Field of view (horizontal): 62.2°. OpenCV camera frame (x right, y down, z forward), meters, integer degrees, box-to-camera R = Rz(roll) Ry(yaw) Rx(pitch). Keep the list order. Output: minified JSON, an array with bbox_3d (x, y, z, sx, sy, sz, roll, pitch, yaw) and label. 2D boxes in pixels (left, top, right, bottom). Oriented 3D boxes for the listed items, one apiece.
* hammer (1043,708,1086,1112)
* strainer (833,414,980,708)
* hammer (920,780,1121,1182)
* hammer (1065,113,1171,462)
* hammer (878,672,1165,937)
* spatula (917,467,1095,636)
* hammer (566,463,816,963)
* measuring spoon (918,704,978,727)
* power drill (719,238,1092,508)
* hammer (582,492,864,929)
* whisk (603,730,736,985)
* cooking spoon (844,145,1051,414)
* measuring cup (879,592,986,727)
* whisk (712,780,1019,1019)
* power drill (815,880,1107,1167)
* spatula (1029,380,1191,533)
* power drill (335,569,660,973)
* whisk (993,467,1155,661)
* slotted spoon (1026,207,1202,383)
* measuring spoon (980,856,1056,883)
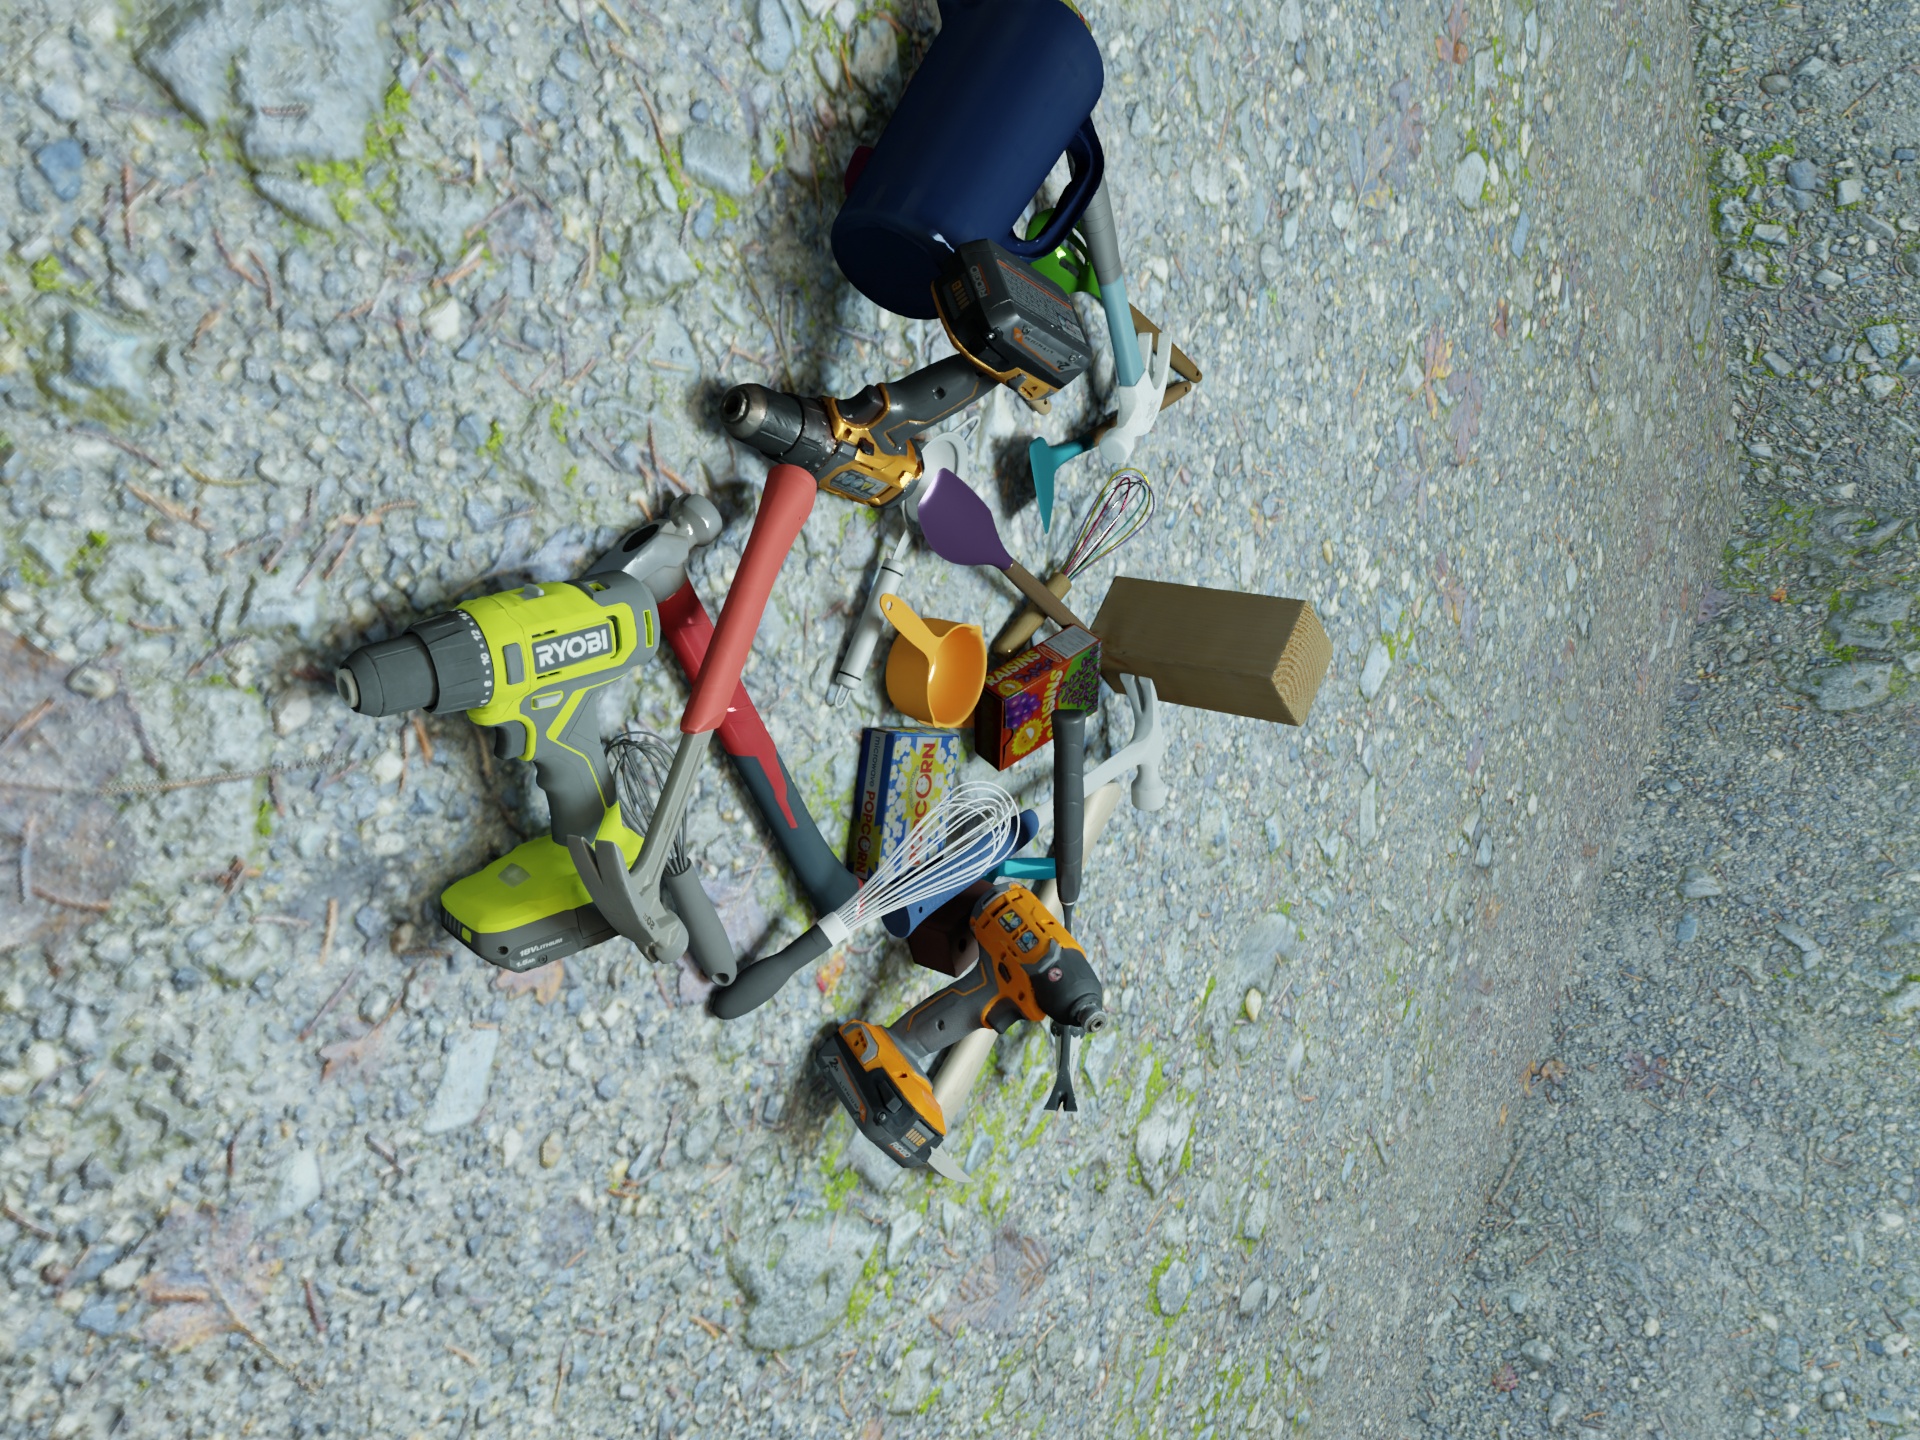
[{"bbox_3d":[0.092,0.166,1.393,0.149,0.036,0.408,-78,168,-57],"label":"hammer"},{"bbox_3d":[-0.053,-0.130,1.269,0.086,0.050,0.258,30,80,-64],"label":"strainer"},{"bbox_3d":[0.058,0.234,1.508,0.411,0.038,0.146,-60,140,-23],"label":"hammer"},{"bbox_3d":[0.126,-0.394,1.371,0.128,0.033,0.330,-57,143,-36],"label":"hammer"},{"bbox_3d":[0.069,0.081,1.421,0.405,0.035,0.144,-29,122,-46],"label":"hammer"},{"bbox_3d":[0.049,-0.122,1.363,0.315,0.018,0.060,35,83,-53],"label":"spatula"},{"bbox_3d":[-0.161,-0.031,1.033,0.149,0.037,0.359,78,23,-56],"label":"hammer"},{"bbox_3d":[-0.002,-0.004,1.392,0.116,0.011,0.021,5,114,-50],"label":"measuring spoon"},{"bbox_3d":[-0.044,-0.240,1.124,0.185,0.226,0.084,13,52,-53],"label":"power drill"},{"bbox_3d":[-0.163,0.031,1.169,0.143,0.038,0.385,-49,134,-31],"label":"hammer"},{"bbox_3d":[-0.199,0.104,1.136,0.055,0.055,0.238,-46,136,-36],"label":"whisk"},{"bbox_3d":[-0.004,-0.344,1.294,0.318,0.017,0.069,41,61,-48],"label":"cooking spoon"},{"bbox_3d":[-0.040,-0.060,1.282,0.173,0.052,0.095,46,63,-52],"label":"measuring cup"},{"bbox_3d":[-0.073,0.142,1.236,0.284,0.070,0.070,-35,129,-11],"label":"whisk"},{"bbox_3d":[0.008,0.252,1.290,0.226,0.164,0.084,-42,131,-4],"label":"power drill"},{"bbox_3d":[0.142,-0.266,1.482,0.317,0.044,0.082,-36,123,-43],"label":"spatula"},{"bbox_3d":[-0.272,0.032,0.976,0.190,0.080,0.228,-20,119,-38],"label":"power drill"},{"bbox_3d":[0.103,-0.147,1.465,0.245,0.051,0.047,-51,146,-24],"label":"whisk"},{"bbox_3d":[0.155,-0.383,1.483,0.313,0.031,0.070,23,86,-54],"label":"slotted spoon"},{"bbox_3d":[0.055,0.137,1.461,0.128,0.021,0.042,4,91,-35],"label":"measuring spoon"}]
